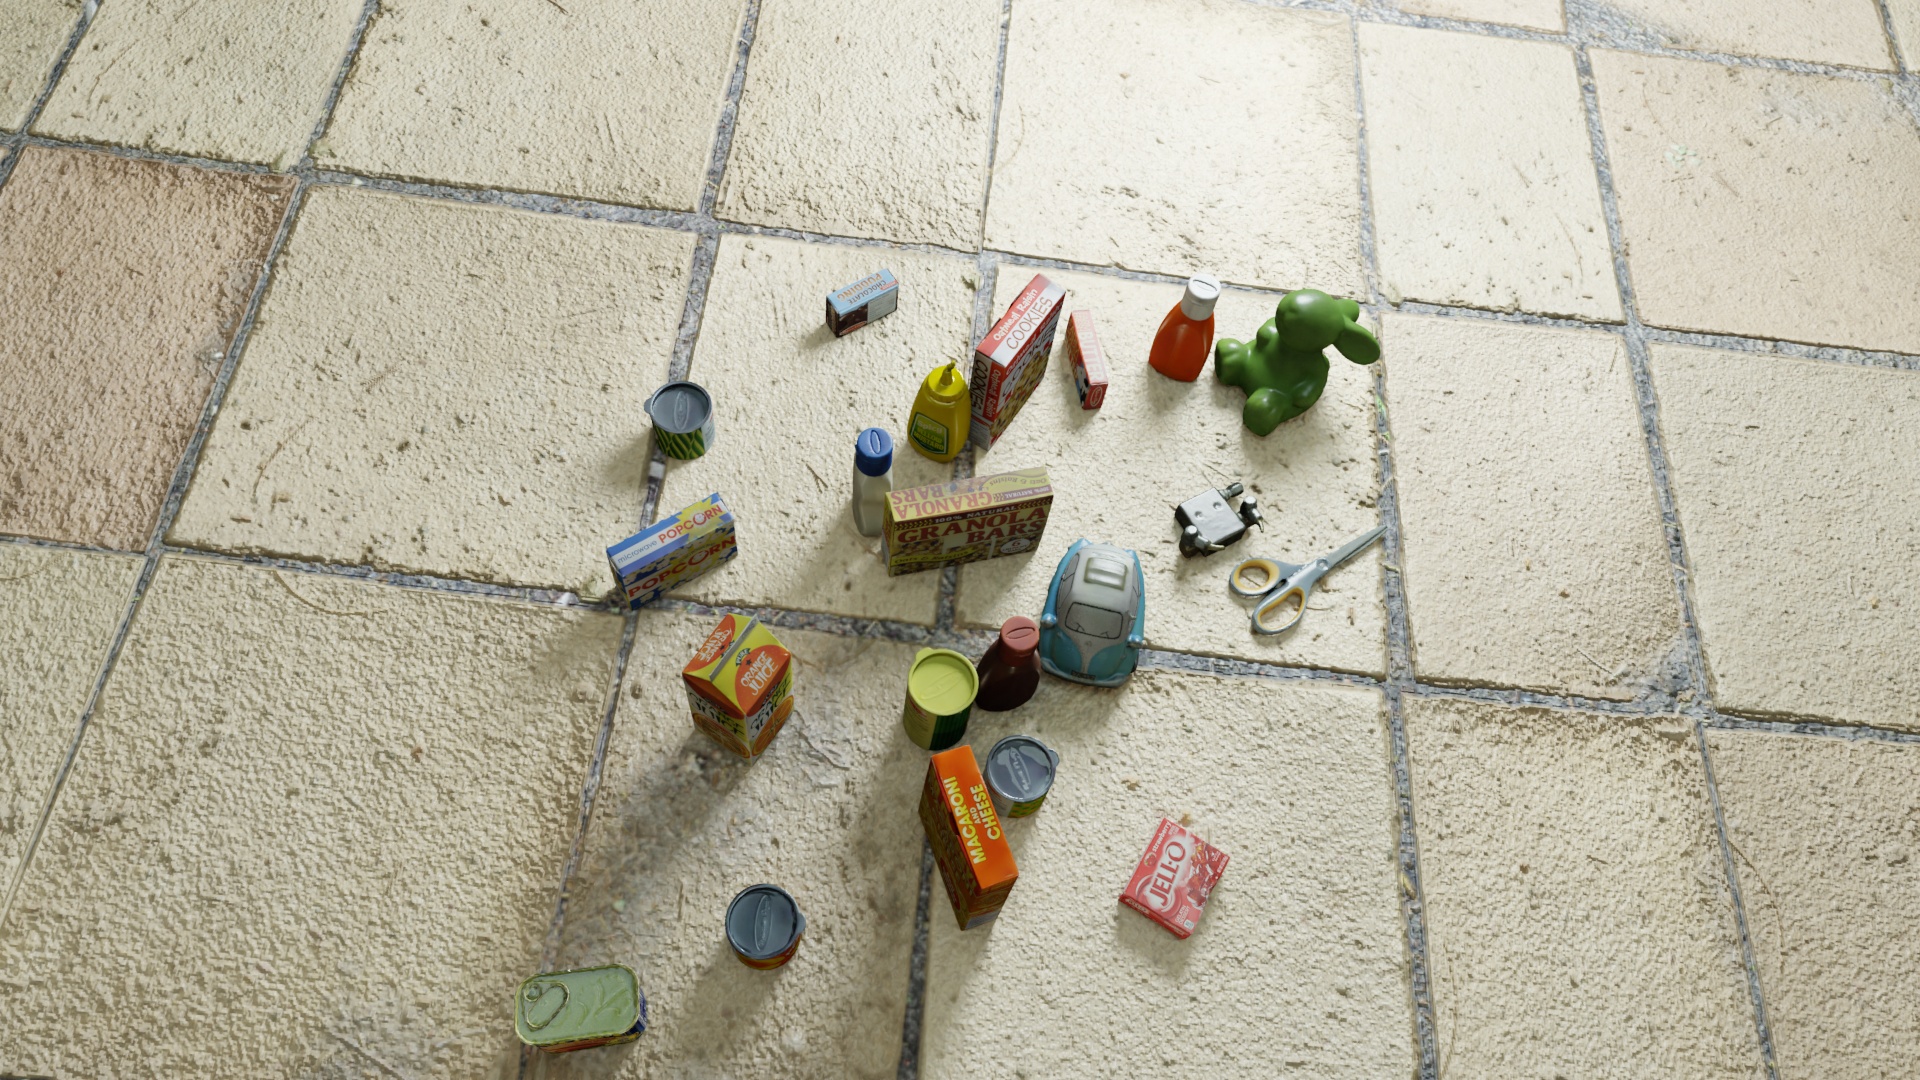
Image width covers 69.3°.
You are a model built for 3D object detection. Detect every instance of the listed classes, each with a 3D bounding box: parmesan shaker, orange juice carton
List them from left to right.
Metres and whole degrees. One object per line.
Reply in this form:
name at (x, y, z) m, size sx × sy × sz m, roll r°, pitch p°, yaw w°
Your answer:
orange juice carton at (-0.204, 0.133, 1.280) m, size 0.073 × 0.191 × 0.072 m, roll 31°, pitch 64°, yaw 10°
parmesan shaker at (-0.022, 0.153, 1.339) m, size 0.071 × 0.102 × 0.071 m, roll 2°, pitch 62°, yaw -4°

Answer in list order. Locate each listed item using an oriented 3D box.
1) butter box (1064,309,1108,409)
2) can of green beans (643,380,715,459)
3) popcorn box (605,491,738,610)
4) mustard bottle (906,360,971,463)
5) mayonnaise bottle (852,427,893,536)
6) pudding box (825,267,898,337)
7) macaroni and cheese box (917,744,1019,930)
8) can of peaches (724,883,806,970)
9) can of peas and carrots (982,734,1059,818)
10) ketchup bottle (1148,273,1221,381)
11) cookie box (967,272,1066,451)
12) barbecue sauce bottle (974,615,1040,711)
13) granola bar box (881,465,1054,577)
butter box at (0.142, -0.205, 1.571) m, size 0.024 × 0.053 × 0.104 m, roll -7°, pitch 63°, yaw -9°
can of green beans at (-0.297, -0.128, 1.484) m, size 0.071 × 0.057 × 0.071 m, roll 2°, pitch 62°, yaw -4°
popcorn box at (-0.288, 0.012, 1.396) m, size 0.127 × 0.084 × 0.038 m, roll -29°, pitch 69°, yaw -19°
mustard bottle at (-0.020, -0.141, 1.461) m, size 0.065 × 0.159 × 0.049 m, roll 27°, pitch 64°, yaw 9°
mayonnaise bottle at (-0.089, -0.062, 1.419) m, size 0.041 × 0.147 × 0.065 m, roll -7°, pitch 64°, yaw -9°
pudding box at (-0.112, -0.271, 1.582) m, size 0.084 × 0.049 × 0.030 m, roll -30°, pitch 69°, yaw -19°
macaroni and cheese box at (0.004, 0.270, 1.244) m, size 0.040 × 0.165 × 0.124 m, roll -16°, pitch 65°, yaw -13°
can of peaches at (-0.174, 0.348, 1.246) m, size 0.071 × 0.057 × 0.071 m, roll 2°, pitch 62°, yaw -4°
can of peas and carrots at (0.057, 0.226, 1.333) m, size 0.071 × 0.058 × 0.071 m, roll 2°, pitch 62°, yaw -4°
ketchup bottle at (0.254, -0.237, 1.545) m, size 0.065 × 0.148 × 0.044 m, roll 24°, pitch 63°, yaw 7°
cookie box at (0.055, -0.189, 1.490) m, size 0.040 × 0.166 × 0.123 m, roll 31°, pitch 64°, yaw 10°
barbecue sauce bottle at (0.049, 0.119, 1.338) m, size 0.065 × 0.147 × 0.044 m, roll -12°, pitch 65°, yaw -11°
granola bar box at (0.005, -0.018, 1.419) m, size 0.166 × 0.123 × 0.039 m, roll -10°, pitch 64°, yaw -11°
